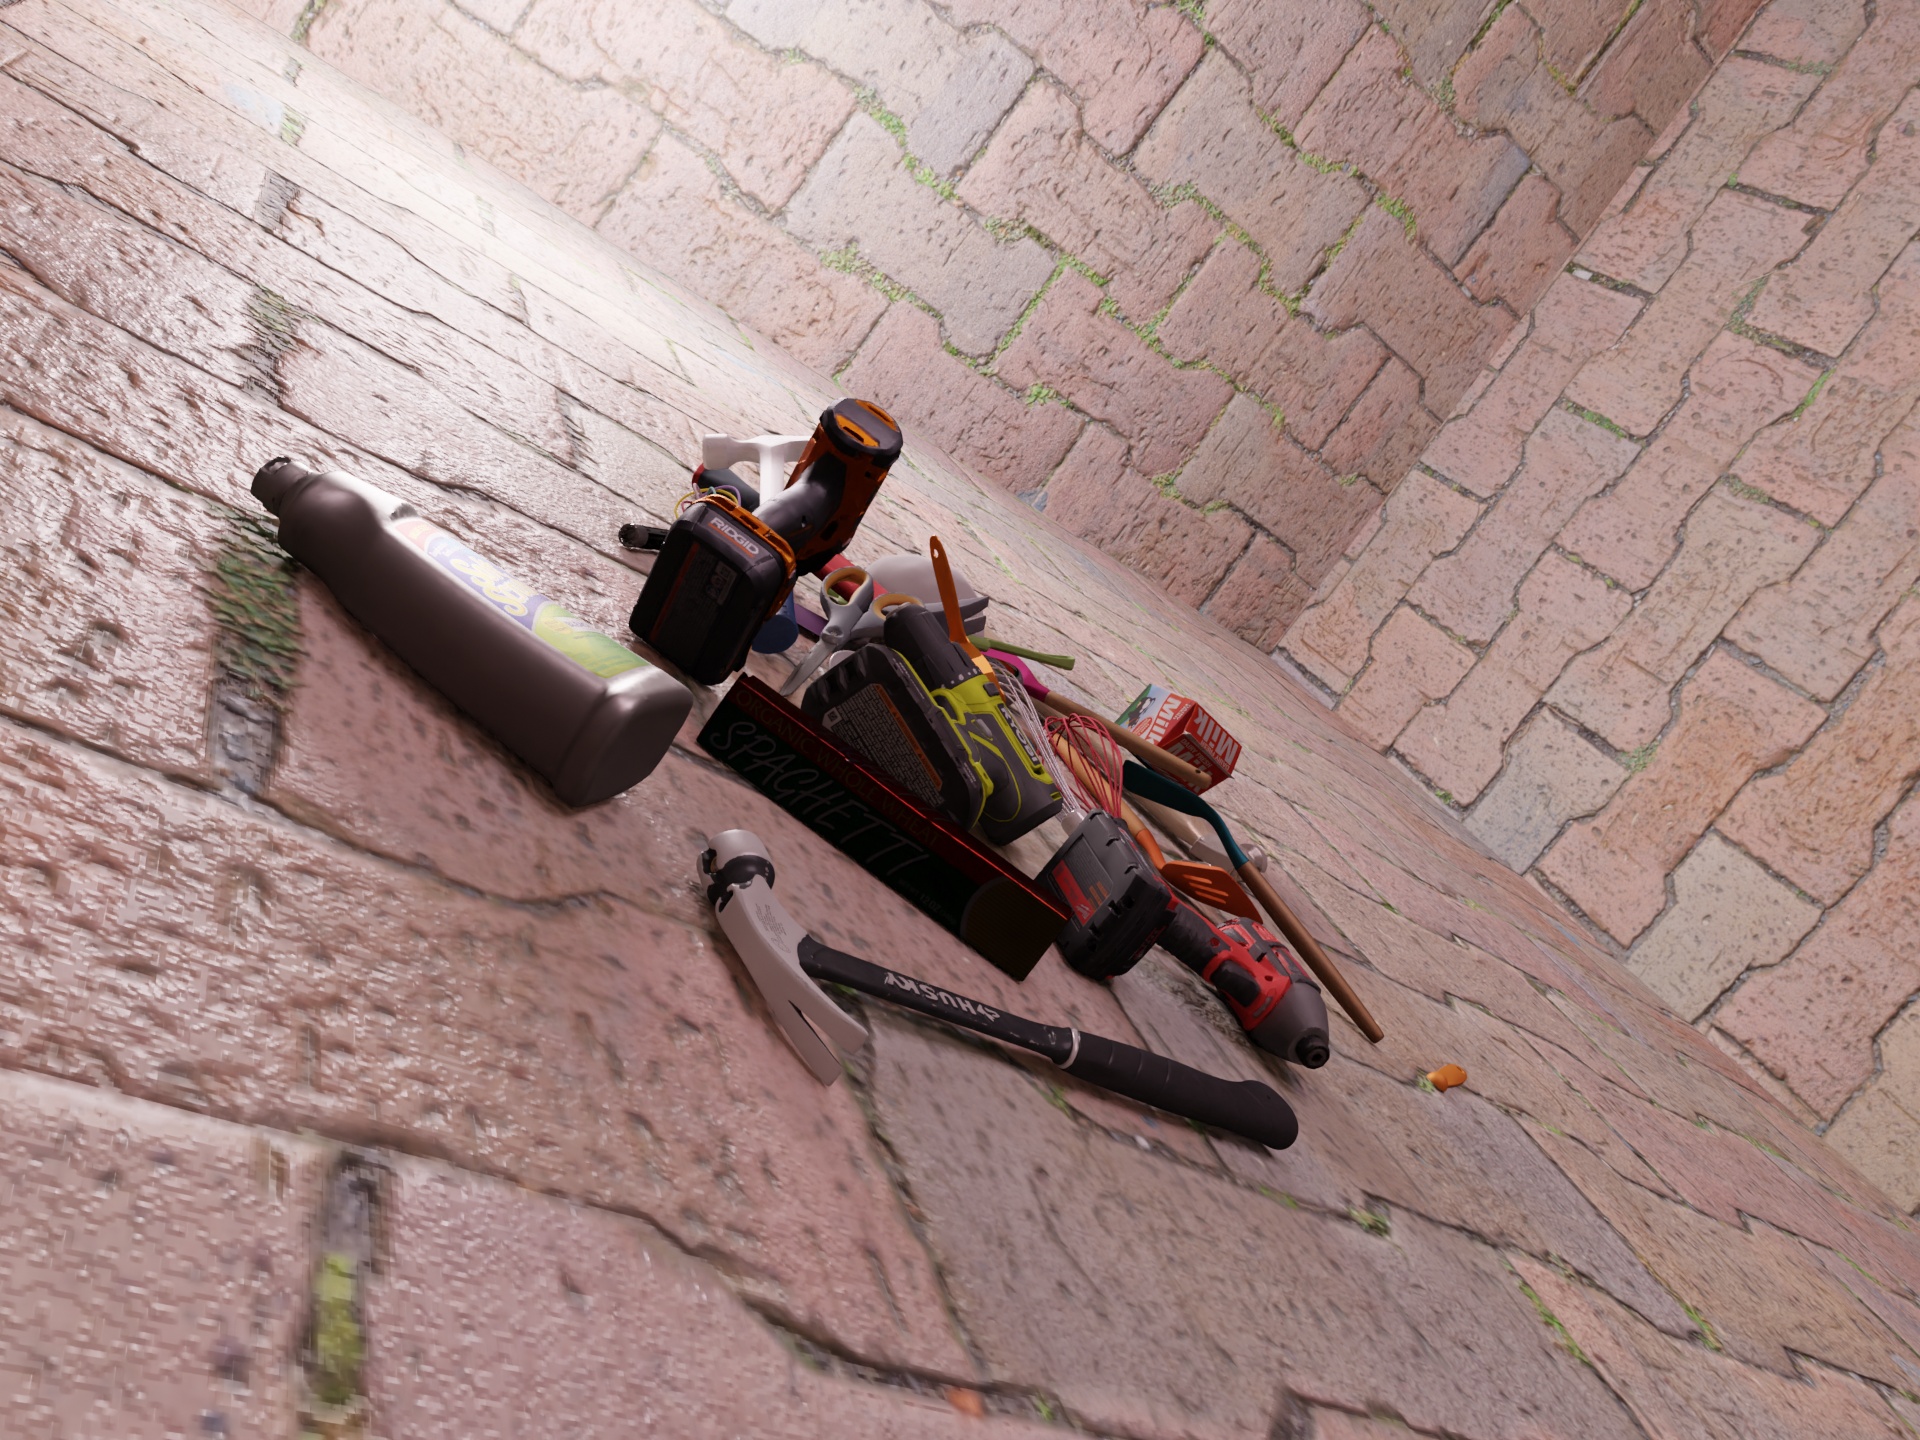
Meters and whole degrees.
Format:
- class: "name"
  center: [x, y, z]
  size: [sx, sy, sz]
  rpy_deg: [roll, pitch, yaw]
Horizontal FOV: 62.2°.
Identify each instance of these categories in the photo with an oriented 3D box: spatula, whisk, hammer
- class: "spatula"
  center: [0.253, 0.154, 1.382]
  size: [0.318, 0.044, 0.082]
  rpy_deg: [53, -10, 19]
- class: "spatula"
  center: [-0.044, -0.038, 1.409]
  size: [0.315, 0.018, 0.060]
  rpy_deg: [29, 14, -23]
- class: "whisk"
  center: [0.123, 0.080, 1.337]
  size: [0.073, 0.073, 0.296]
  rpy_deg: [29, 21, -28]
- class: "hammer"
  center: [-0.157, -0.167, 1.374]
  size: [0.144, 0.035, 0.406]
  rpy_deg: [-2, 30, -5]
- class: "whisk"
  center: [-0.191, -0.120, 1.242]
  size: [0.047, 0.051, 0.245]
  rpy_deg: [16, 30, -25]
- class: "spatula"
  center: [0.161, 0.086, 1.434]
  size: [0.080, 0.041, 0.323]
  rpy_deg: [51, 0, -37]
- class: "whisk"
  center: [0.075, 0.061, 1.262]
  size: [0.070, 0.070, 0.285]
  rpy_deg: [18, 30, -54]
- class: "hammer"
  center: [0.128, 0.022, 1.598]
  size: [0.411, 0.038, 0.146]
  rpy_deg: [43, 16, 32]
- class: "hammer"
  center: [-0.131, -0.162, 1.451]
  size: [0.143, 0.038, 0.387]
  rpy_deg: [-10, 32, -32]
- class: "hammer"
  center: [0.047, 0.172, 0.845]
  size: [0.408, 0.036, 0.149]
  rpy_deg: [27, 17, -36]

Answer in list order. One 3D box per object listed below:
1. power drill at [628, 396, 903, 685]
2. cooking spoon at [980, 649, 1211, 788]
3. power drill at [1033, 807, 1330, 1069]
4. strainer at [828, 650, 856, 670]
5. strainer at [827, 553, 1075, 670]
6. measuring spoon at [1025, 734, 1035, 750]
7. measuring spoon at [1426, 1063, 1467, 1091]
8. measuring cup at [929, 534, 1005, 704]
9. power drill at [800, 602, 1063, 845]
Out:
- class: "power drill"
  center: [-0.135, -0.120, 1.120]
  size: [0.084, 0.164, 0.226]
  rpy_deg: [36, 41, 2]
- class: "cooking spoon"
  center: [0.108, -0.011, 1.568]
  size: [0.319, 0.017, 0.069]
  rpy_deg: [29, 36, 24]
- class: "power drill"
  center: [0.164, 0.161, 1.103]
  size: [0.219, 0.078, 0.143]
  rpy_deg: [32, 13, -27]
- class: "strainer"
  center: [-0.088, 0.001, 1.107]
  size: [0.087, 0.050, 0.258]
  rpy_deg: [48, 19, 3]
- class: "strainer"
  center: [0.010, -0.107, 1.524]
  size: [0.256, 0.069, 0.152]
  rpy_deg: [14, 6, -28]
- class: "measuring spoon"
  center: [0.014, -0.009, 1.412]
  size: [0.128, 0.021, 0.042]
  rpy_deg: [42, 15, -8]
- class: "measuring spoon"
  center: [0.427, 0.308, 1.384]
  size: [0.021, 0.011, 0.116]
  rpy_deg: [42, 14, 25]
- class: "measuring cup"
  center: [-0.021, -0.054, 1.237]
  size: [0.052, 0.173, 0.095]
  rpy_deg: [-22, 19, -31]
- class: "power drill"
  center: [-0.021, 0.003, 1.093]
  size: [0.190, 0.080, 0.228]
  rpy_deg: [58, 17, 7]
